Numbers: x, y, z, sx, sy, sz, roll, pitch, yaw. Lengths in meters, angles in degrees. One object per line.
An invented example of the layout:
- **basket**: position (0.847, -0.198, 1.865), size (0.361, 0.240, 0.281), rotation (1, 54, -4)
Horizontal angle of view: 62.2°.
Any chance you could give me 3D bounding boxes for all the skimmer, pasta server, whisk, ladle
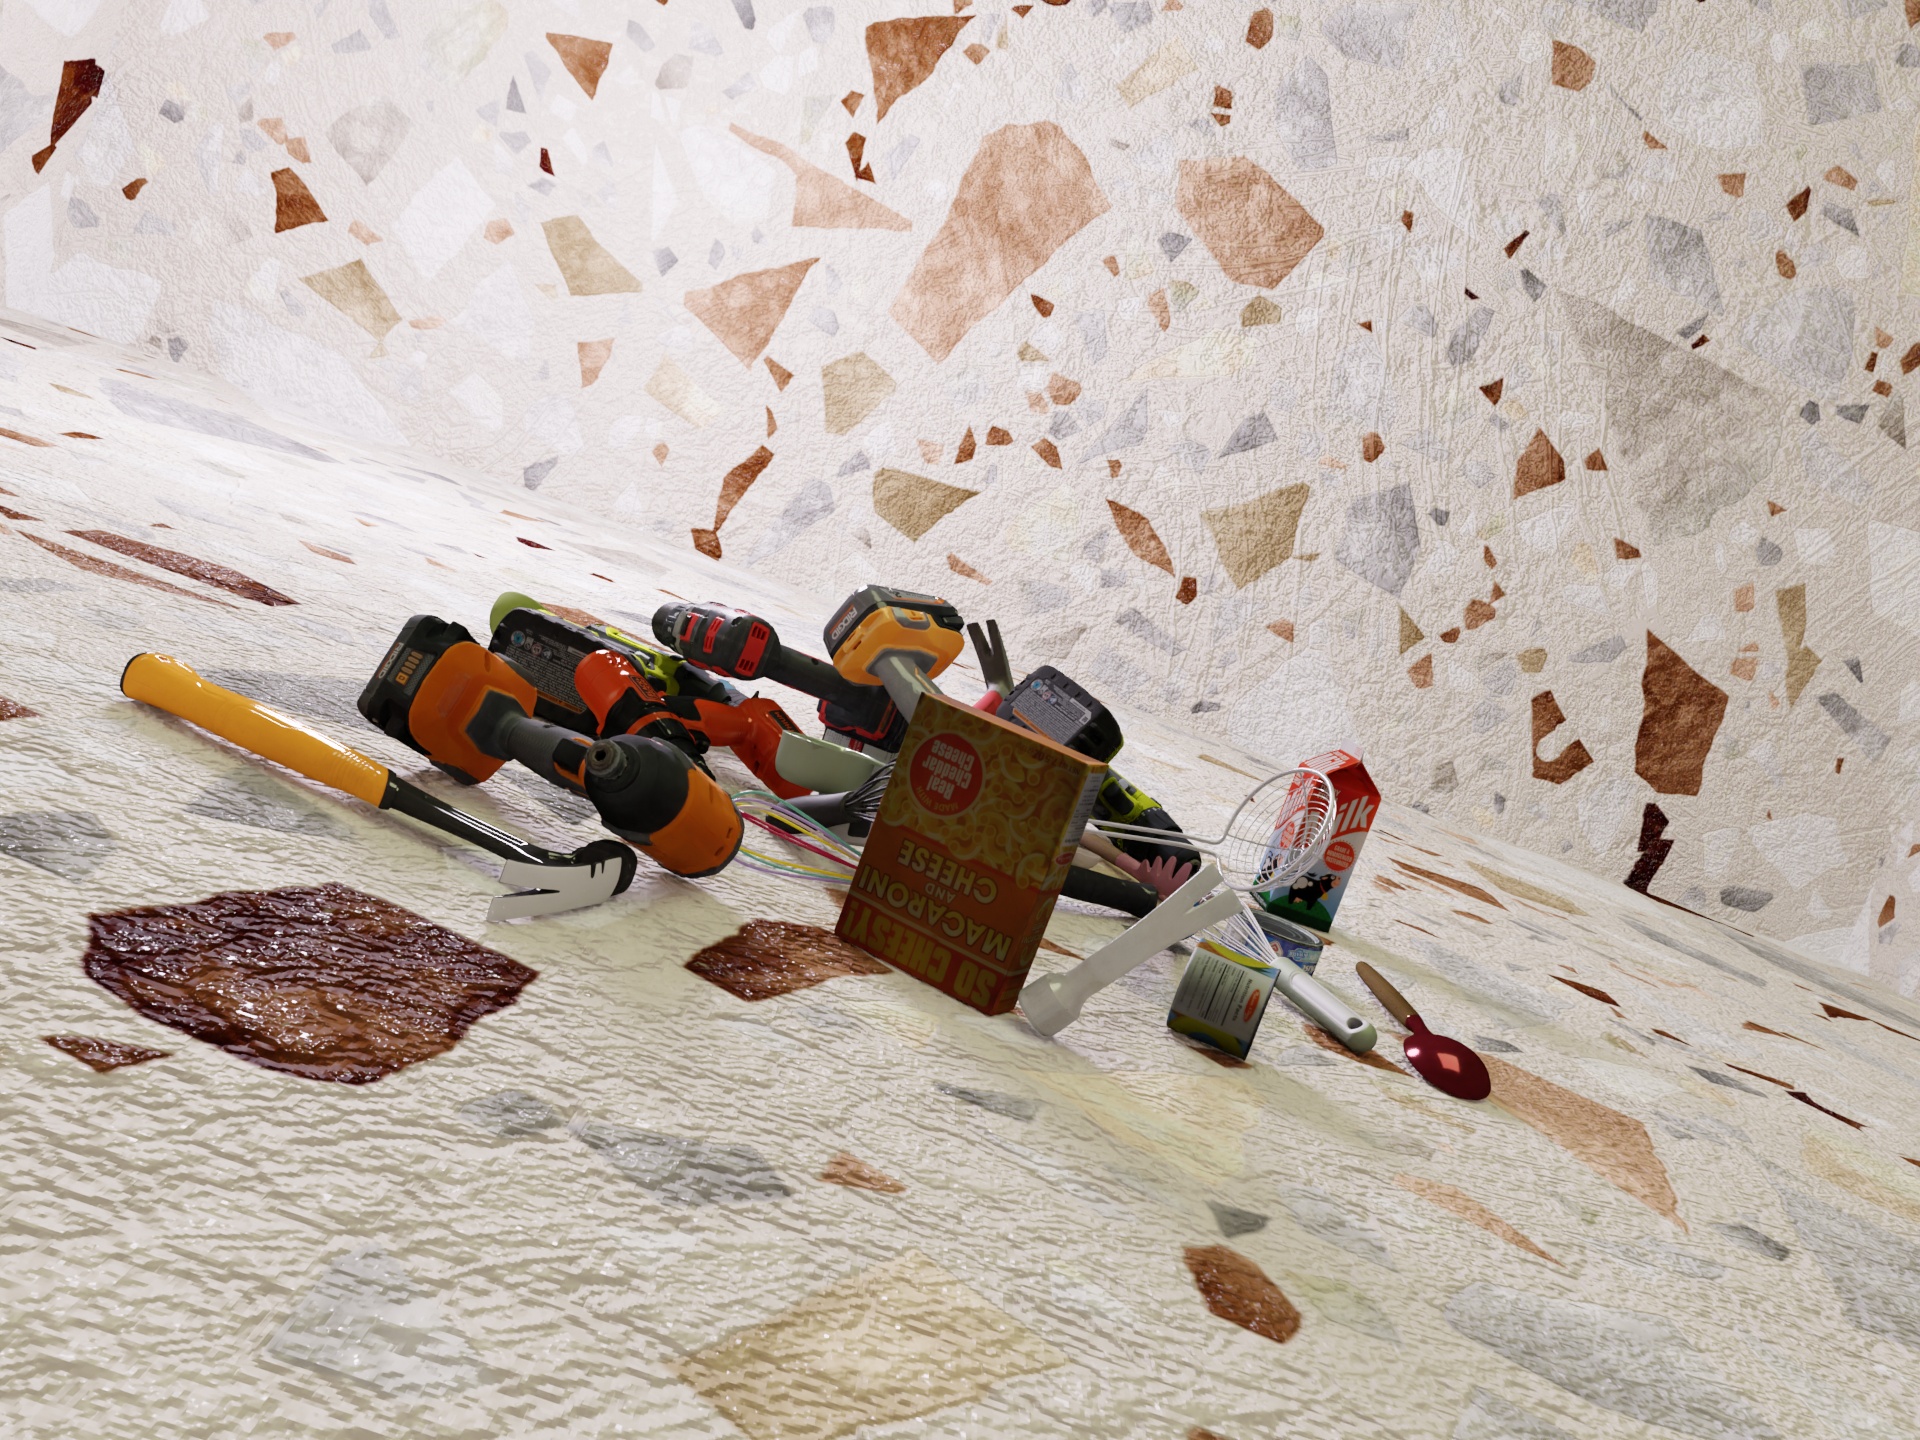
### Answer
- **skimmer**: position (0.150, 0.081, 1.421), size (0.363, 0.127, 0.090), rotation (7, -38, 17)
- **pasta server**: position (0.149, 0.123, 1.569), size (0.060, 0.040, 0.316), rotation (40, -5, -31)
- **whisk**: position (-0.062, 0.106, 1.129), size (0.245, 0.051, 0.047), rotation (22, 1, -10)
- **ladle**: position (-0.339, -0.068, 1.606), size (0.078, 0.062, 0.320), rotation (3, -6, 36)
- **whisk**: position (0.252, 0.197, 1.285), size (0.058, 0.059, 0.247), rotation (-24, 30, -17)
- **ladle**: position (0.371, 0.246, 1.323), size (0.069, 0.031, 0.315), rotation (20, 6, -2)
- **whisk**: position (-0.076, 0.059, 1.133), size (0.055, 0.055, 0.239), rotation (15, -17, -33)

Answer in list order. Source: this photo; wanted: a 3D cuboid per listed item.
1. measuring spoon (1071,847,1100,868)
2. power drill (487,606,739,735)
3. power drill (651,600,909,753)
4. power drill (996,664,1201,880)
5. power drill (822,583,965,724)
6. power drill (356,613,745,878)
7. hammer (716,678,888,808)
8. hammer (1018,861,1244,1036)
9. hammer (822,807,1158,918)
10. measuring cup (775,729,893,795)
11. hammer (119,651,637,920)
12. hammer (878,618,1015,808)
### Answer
- **measuring spoon**: position (0.084, 0.121, 1.523), size (0.034, 0.018, 0.124), rotation (14, 3, -44)
- **power drill**: position (-0.301, -0.037, 1.408), size (0.171, 0.080, 0.223), rotation (23, 5, 13)
- **power drill**: position (-0.166, -0.051, 1.461), size (0.226, 0.080, 0.188), rotation (22, -3, -36)
- **power drill**: position (0.144, 0.061, 1.596), size (0.191, 0.080, 0.228), rotation (40, -8, 45)
- **power drill**: position (-0.002, -0.004, 1.365), size (0.185, 0.084, 0.226), rotation (6, 45, -48)
- **power drill**: position (-0.255, 0.016, 0.983), size (0.226, 0.084, 0.164), rotation (24, -14, 18)
- **hammer**: position (-0.156, 0.021, 1.516), size (0.128, 0.033, 0.331), rotation (12, 11, -41)
- **hammer**: position (0.144, 0.151, 1.137), size (0.035, 0.144, 0.405), rotation (56, 9, 10)
- **hammer**: position (0.040, 0.116, 1.274), size (0.334, 0.035, 0.146), rotation (19, -9, -41)
- **measuring cup**: position (-0.065, 0.051, 1.222), size (0.167, 0.038, 0.083), rotation (20, 1, 13)
- **hammer**: position (-0.357, 0.032, 0.922), size (0.337, 0.034, 0.127), rotation (22, 7, 16)
- **hammer**: position (-0.007, 0.008, 1.490), size (0.038, 0.143, 0.386), rotation (-11, 11, 17)
